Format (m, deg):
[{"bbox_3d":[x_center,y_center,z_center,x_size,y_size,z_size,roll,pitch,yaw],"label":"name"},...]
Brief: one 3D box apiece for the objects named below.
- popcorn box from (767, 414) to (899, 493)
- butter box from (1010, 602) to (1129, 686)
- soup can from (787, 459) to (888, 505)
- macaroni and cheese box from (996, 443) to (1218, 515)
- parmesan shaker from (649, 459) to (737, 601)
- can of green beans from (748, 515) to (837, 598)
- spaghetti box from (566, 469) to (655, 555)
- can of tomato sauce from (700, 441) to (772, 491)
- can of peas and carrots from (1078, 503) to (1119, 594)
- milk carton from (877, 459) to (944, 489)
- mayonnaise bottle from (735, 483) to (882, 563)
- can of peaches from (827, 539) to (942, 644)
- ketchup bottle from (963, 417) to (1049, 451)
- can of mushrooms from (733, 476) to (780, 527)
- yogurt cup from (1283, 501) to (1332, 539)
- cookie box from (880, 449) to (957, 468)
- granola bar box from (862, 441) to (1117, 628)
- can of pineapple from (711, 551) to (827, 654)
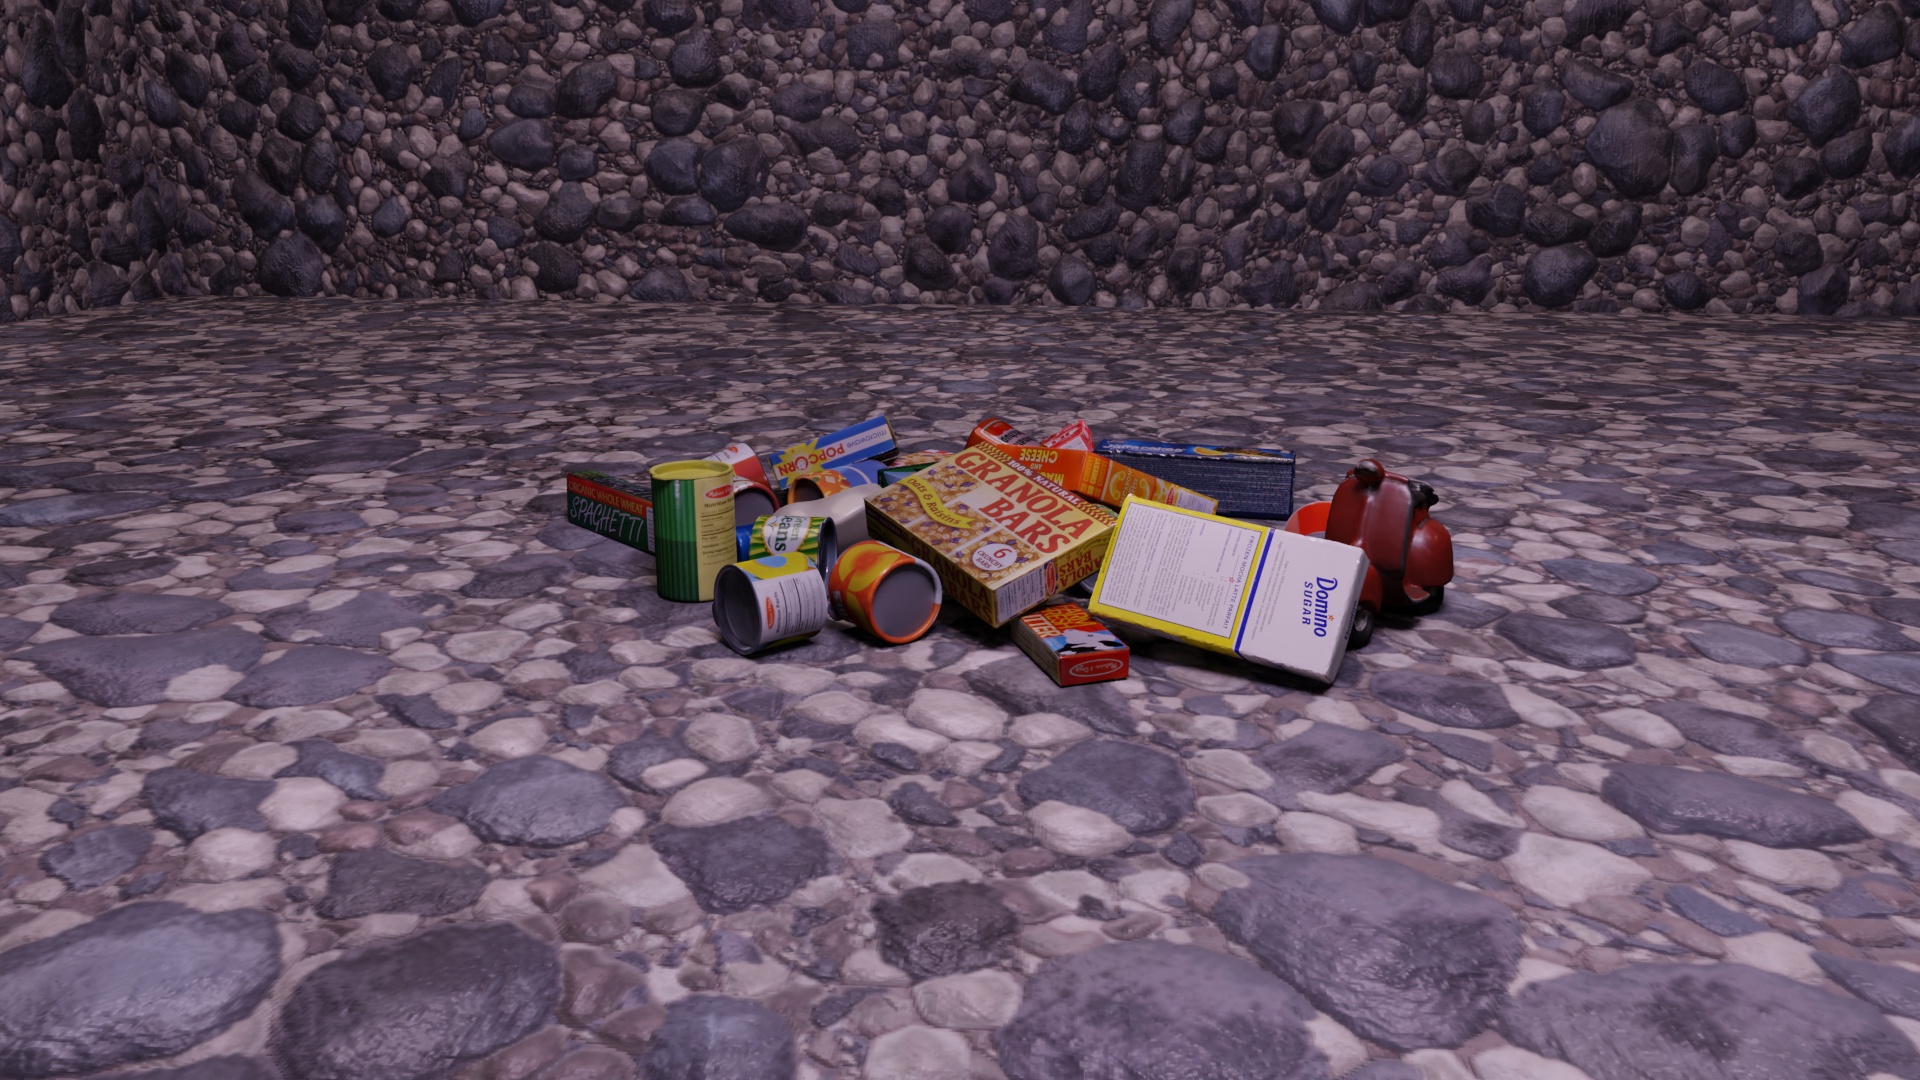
[{"bbox_3d":[-0.126,-0.087,1.412,0.127,0.038,0.085,-20,0,-2],"label":"popcorn box"},{"bbox_3d":[0.076,0.072,0.989,0.053,0.024,0.104,-5,17,-17],"label":"butter box"},{"bbox_3d":[-0.110,-0.037,1.291,0.084,0.071,0.071,-15,22,-42],"label":"soup can"},{"bbox_3d":[0.127,-0.043,1.238,0.166,0.040,0.123,17,-4,-37],"label":"macaroni and cheese box"},{"bbox_3d":[-0.217,-0.008,1.123,0.071,0.102,0.071,0,15,0],"label":"parmesan shaker"},{"bbox_3d":[-0.134,0.013,1.118,0.058,0.071,0.071,2,16,7],"label":"can of green beans"},{"bbox_3d":[-0.287,-0.020,1.260,0.029,0.050,0.250,-11,19,-42],"label":"spaghetti box"},{"bbox_3d":[-0.224,-0.044,1.286,0.083,0.071,0.071,-25,25,-21],"label":"can of tomato sauce"},{"bbox_3d":[0.115,0.005,1.142,0.071,0.070,0.059,-4,16,-14],"label":"can of peas and carrots"},{"bbox_3d":[0.004,-0.015,1.207,0.074,0.072,0.191,-10,19,-30],"label":"milk carton"},{"bbox_3d":[-0.131,-0.008,1.199,0.148,0.064,0.041,-14,47,-34],"label":"mayonnaise bottle"},{"bbox_3d":[-0.057,0.040,1.032,0.071,0.071,0.058,-11,19,-35],"label":"can of peaches"},{"bbox_3d":[0.079,-0.068,1.366,0.149,0.043,0.065,31,30,19],"label":"ketchup bottle"},{"bbox_3d":[-0.195,-0.024,1.242,0.071,0.070,0.033,-13,21,-38],"label":"can of mushrooms"},{"bbox_3d":[0.301,0.007,1.152,0.072,0.072,0.054,4,24,14],"label":"yogurt cup"},{"bbox_3d":[-0.036,-0.054,1.398,0.123,0.040,0.168,13,20,36],"label":"cookie box"},{"bbox_3d":[0.023,-0.009,1.066,0.125,0.038,0.166,-27,40,-27],"label":"granola bar box"},{"bbox_3d":[-0.139,0.044,1.009,0.058,0.070,0.071,-12,20,-38],"label":"can of pineapple"}]
